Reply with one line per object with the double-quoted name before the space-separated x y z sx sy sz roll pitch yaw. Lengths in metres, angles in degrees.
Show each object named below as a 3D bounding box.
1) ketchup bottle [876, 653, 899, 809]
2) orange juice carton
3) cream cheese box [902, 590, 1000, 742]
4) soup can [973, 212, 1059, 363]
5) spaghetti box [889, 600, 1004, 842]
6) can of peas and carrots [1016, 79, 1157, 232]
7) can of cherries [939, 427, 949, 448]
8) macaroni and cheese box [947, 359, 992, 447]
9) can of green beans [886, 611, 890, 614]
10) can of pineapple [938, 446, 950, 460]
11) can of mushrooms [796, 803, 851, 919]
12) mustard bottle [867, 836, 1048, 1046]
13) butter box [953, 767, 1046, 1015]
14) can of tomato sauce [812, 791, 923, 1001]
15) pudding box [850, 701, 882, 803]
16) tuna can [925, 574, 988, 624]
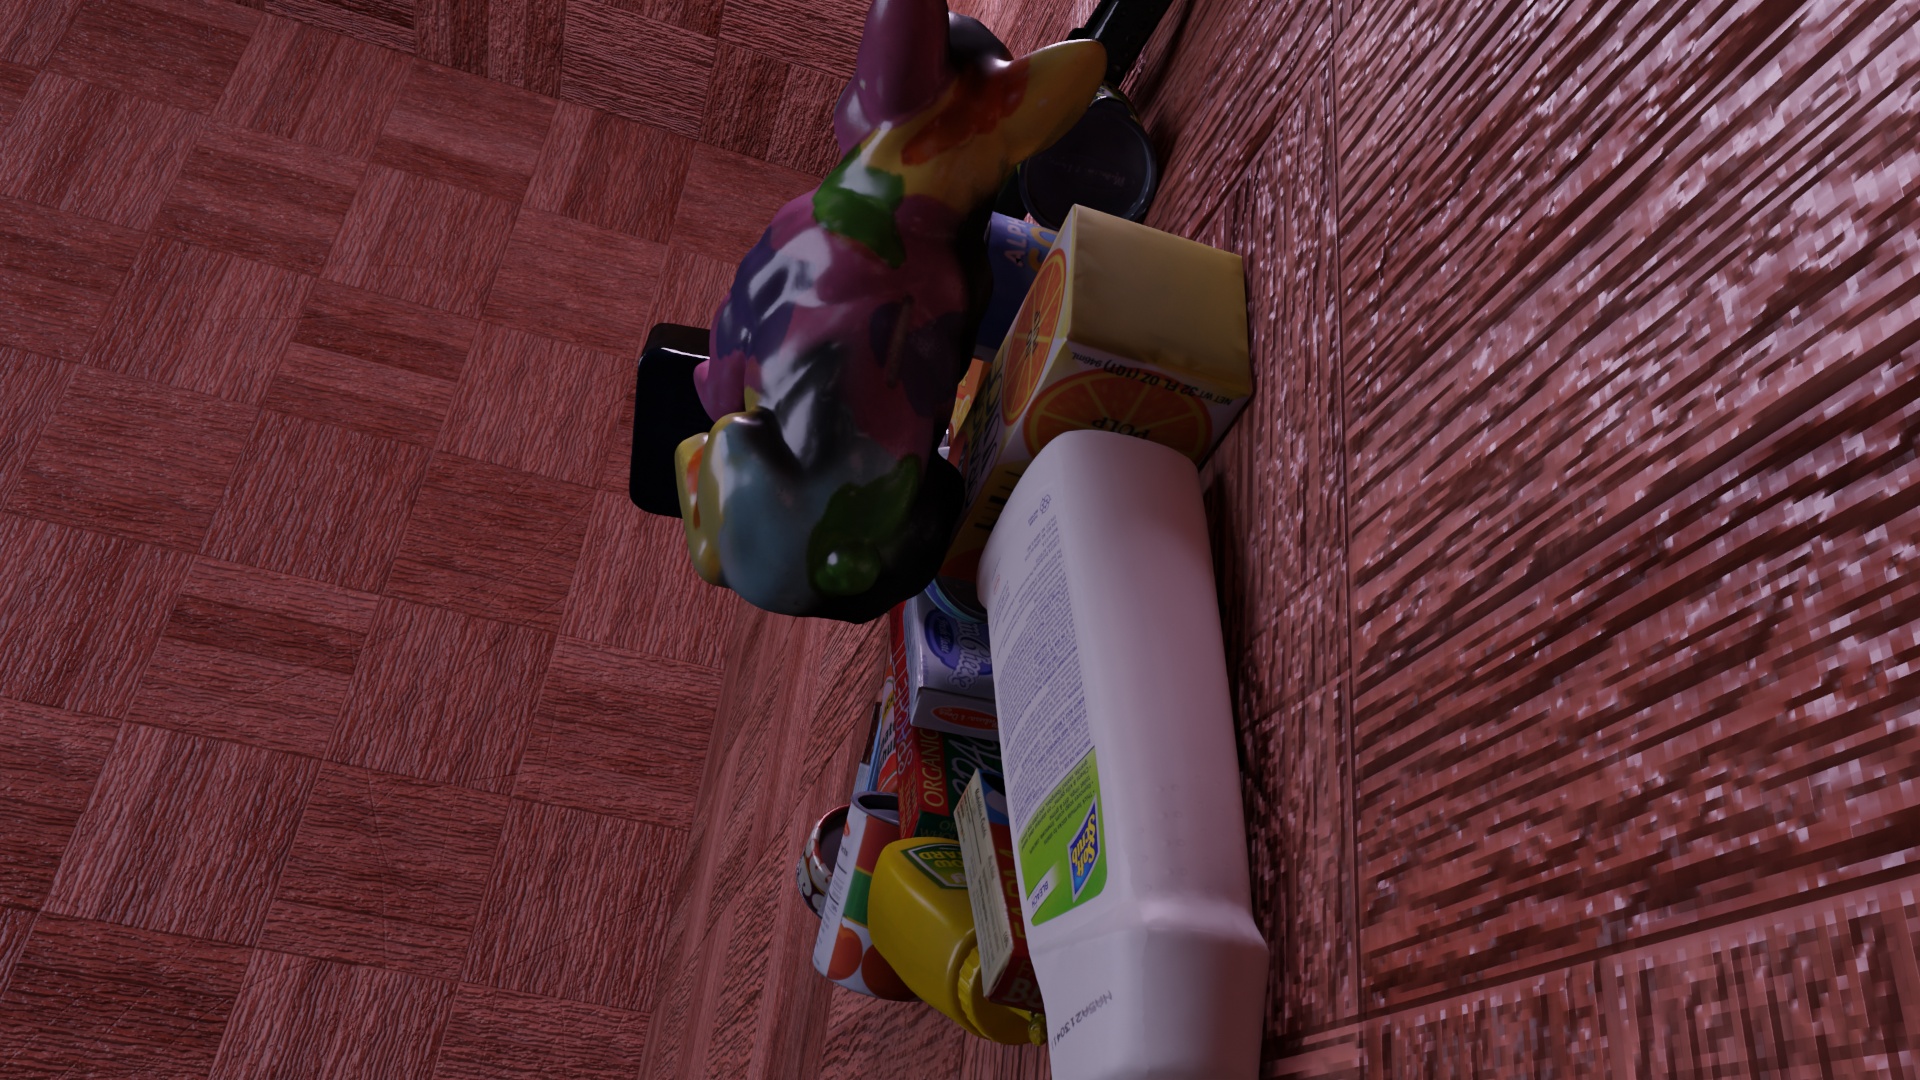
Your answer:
"ketchup bottle" -0.022 0.098 0.782 0.149 0.043 0.064 -90 18 -52
"orange juice carton" 0.042 -0.035 0.568 0.191 0.072 0.073 119 162 -50
"cream cheese box" 0.000 0.059 0.700 0.104 0.053 0.024 -98 23 -61
"soup can" 0.041 -0.110 0.632 0.071 0.084 0.071 -164 88 -78
"spaghetti box" -0.008 0.076 0.725 0.251 0.050 0.028 -98 24 -61
"can of peas and carrots" 0.060 -0.190 0.679 0.059 0.071 0.070 -93 21 -57
"can of cherries" -0.043 -0.046 0.810 0.071 0.058 0.071 -166 88 -79
"macaroni and cheese box" 0.013 -0.084 0.837 0.124 0.040 0.166 -137 61 -76
"can of green beans" -0.037 0.016 0.891 0.071 0.071 0.057 -146 70 -77
"can of pineapple" 0.003 -0.009 0.739 0.070 0.071 0.058 129 153 -63
"can of mushrooms" -0.057 0.182 0.786 0.071 0.071 0.033 -90 19 -50
"mustard bottle" 0.008 0.156 0.535 0.160 0.065 0.049 -168 87 -72
"butter box" 0.030 0.123 0.485 0.104 0.053 0.024 -104 33 -65
"can of tomato sauce" -0.029 0.173 0.677 0.071 0.071 0.083 -162 86 -78
"pudding box" -0.046 0.145 0.869 0.049 0.030 0.084 152 131 -76
"tuna can" 0.012 0.005 0.665 0.032 0.071 0.071 152 131 -75
